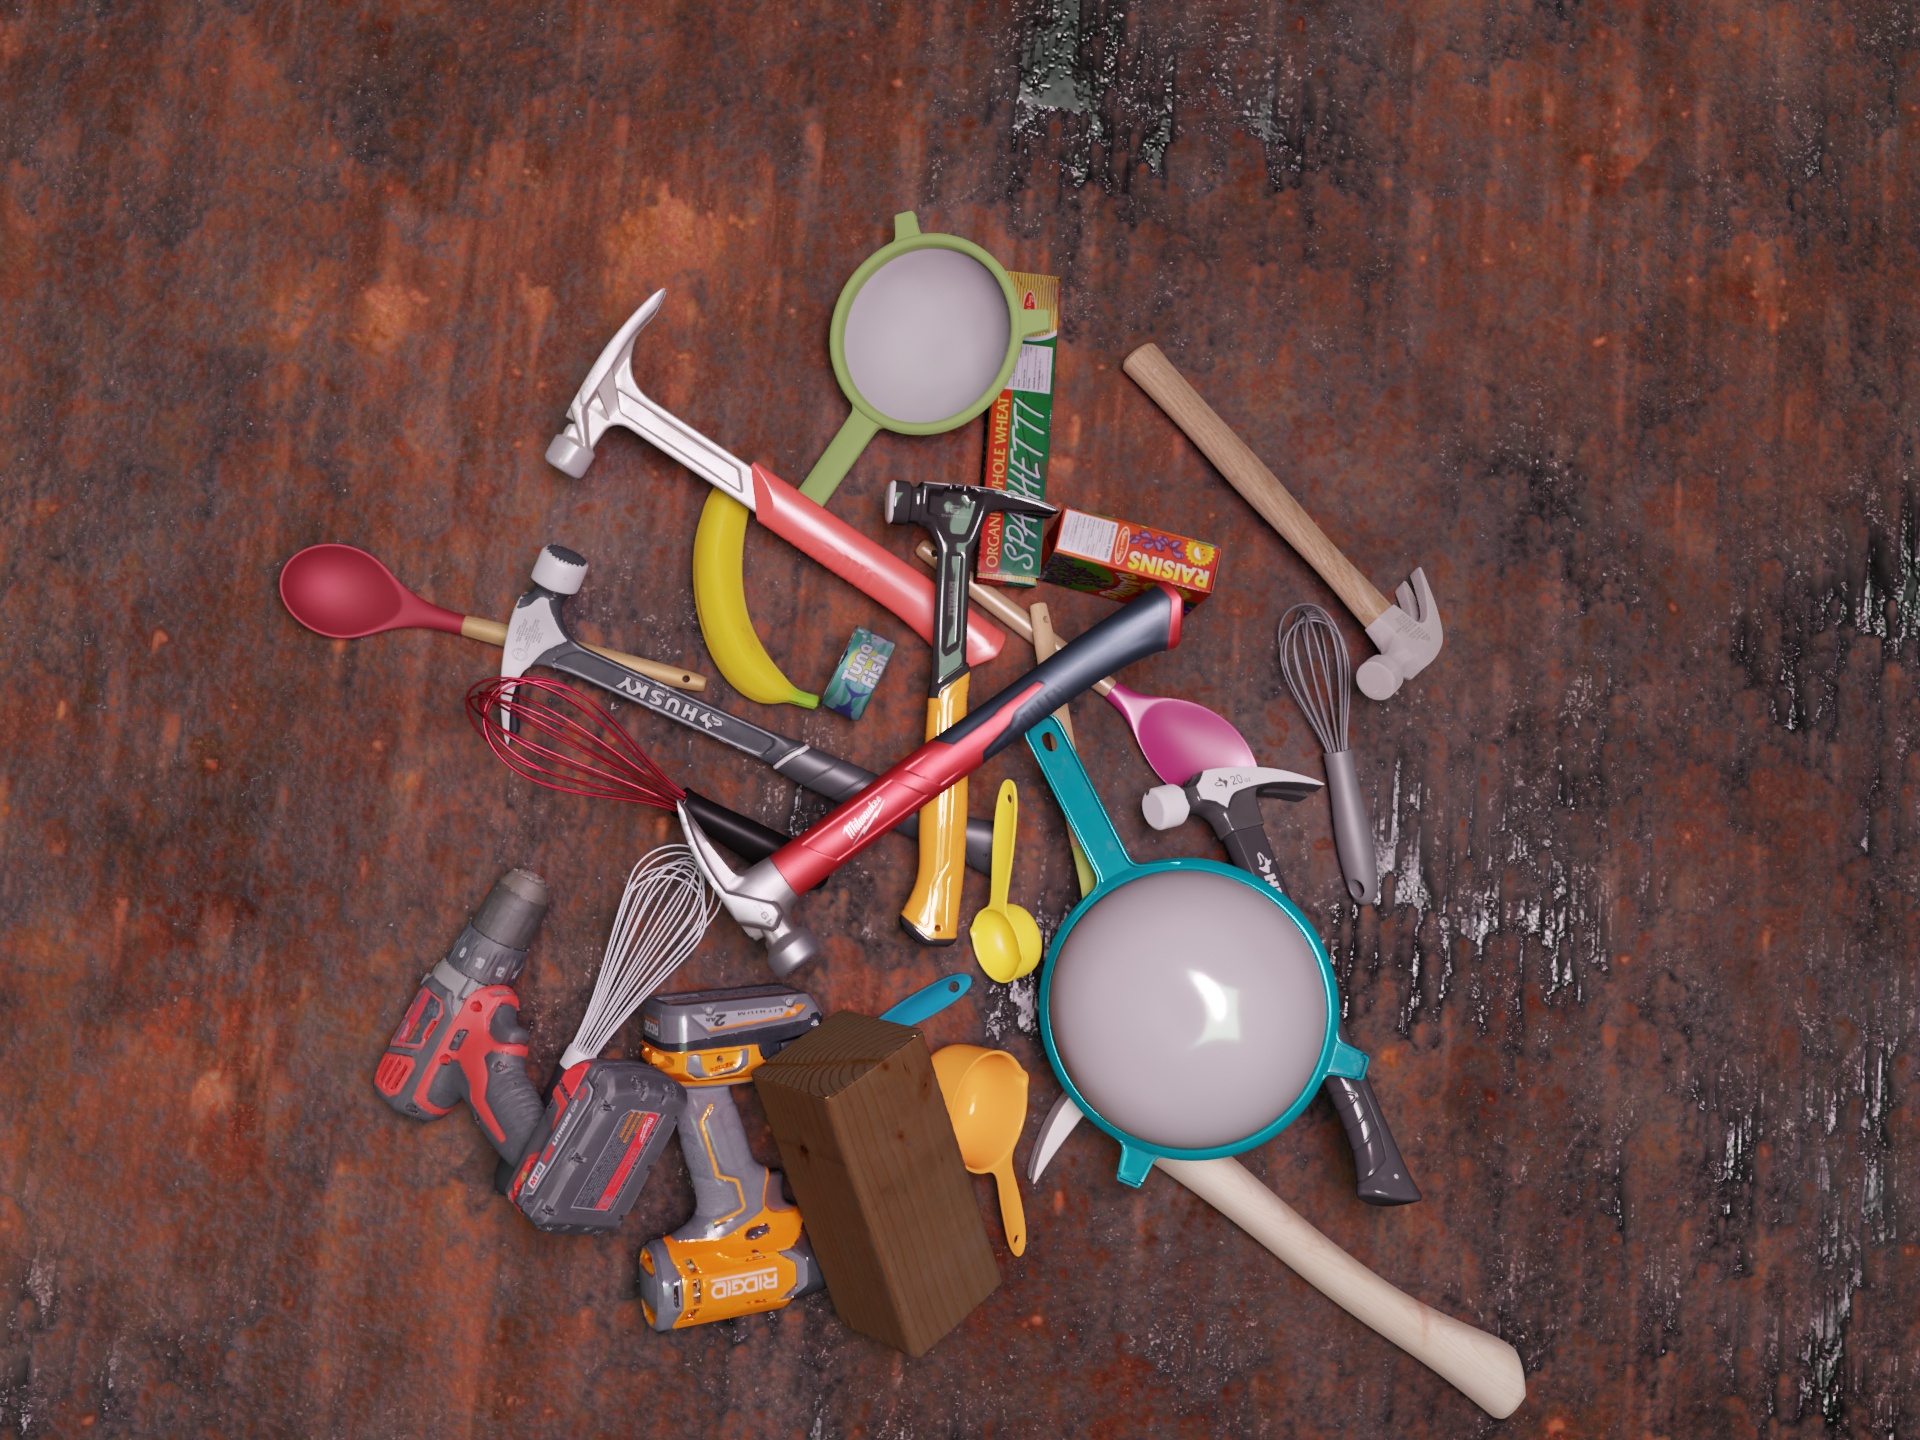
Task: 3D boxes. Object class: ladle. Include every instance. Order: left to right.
[{"bbox_3d":[-0.344,-0.066,1.186,0.315,0.031,0.069,14,86,-6],"label":"ladle"},{"bbox_3d":[0.079,0.070,1.199,0.078,0.062,0.320,-4,80,-34],"label":"ladle"}]

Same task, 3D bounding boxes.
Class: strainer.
[{"bbox_3d":[-0.050,-0.245,1.219,0.151,0.069,0.256,39,101,14],"label":"strainer"},{"bbox_3d":[0.123,0.142,1.098,0.211,0.095,0.340,-28,79,8],"label":"strainer"}]

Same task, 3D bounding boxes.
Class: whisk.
[{"bbox_3d":[-0.262,0.217,1.154,0.070,0.070,0.284,30,87,-2],"label":"whisk"},{"bbox_3d":[-0.218,0.049,1.141,0.295,0.073,0.073,31,82,-22],"label":"whisk"},{"bbox_3d":[0.289,0.026,1.230,0.055,0.055,0.239,-11,90,-7],"label":"whisk"}]

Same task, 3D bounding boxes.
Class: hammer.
[{"bbox_3d":[-0.147,0.023,1.178,0.409,0.036,0.149,26,107,-7],"label":"hammer"},{"bbox_3d":[-0.115,-0.156,1.174,0.359,0.037,0.149,33,92,-13],"label":"hammer"},{"bbox_3d":[-0.011,0.009,1.120,0.386,0.038,0.143,-36,91,-6],"label":"hammer"},{"bbox_3d":[-0.002,-0.004,1.160,0.127,0.034,0.337,4,88,-12],"label":"hammer"},{"bbox_3d":[0.247,-0.166,1.229,0.331,0.031,0.130,49,46,9],"label":"hammer"},{"bbox_3d":[0.245,0.397,1.192,0.410,0.038,0.146,37,84,-1],"label":"hammer"},{"bbox_3d":[0.254,0.188,1.155,0.146,0.035,0.335,-11,70,-29],"label":"hammer"}]

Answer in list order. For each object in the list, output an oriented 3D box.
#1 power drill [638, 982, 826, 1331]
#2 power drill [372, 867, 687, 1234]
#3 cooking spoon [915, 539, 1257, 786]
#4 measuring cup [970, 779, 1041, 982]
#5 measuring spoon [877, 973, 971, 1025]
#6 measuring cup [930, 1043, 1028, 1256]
[{"bbox_3d":[-0.147,0.307,1.136,0.164,0.084,0.226,-1,88,-26],"label":"power drill"},{"bbox_3d":[-0.292,0.222,1.090,0.227,0.080,0.188,27,87,35],"label":"power drill"},{"bbox_3d":[0.096,-0.040,1.230,0.319,0.017,0.069,37,82,-2],"label":"cooking spoon"},{"bbox_3d":[0.039,0.117,1.173,0.029,0.062,0.156,-8,109,-37],"label":"measuring cup"},{"bbox_3d":[-0.049,0.223,1.194,0.128,0.021,0.042,-26,94,-16],"label":"measuring spoon"},{"bbox_3d":[0.011,0.318,1.171,0.095,0.052,0.173,-33,119,-44],"label":"measuring cup"}]
